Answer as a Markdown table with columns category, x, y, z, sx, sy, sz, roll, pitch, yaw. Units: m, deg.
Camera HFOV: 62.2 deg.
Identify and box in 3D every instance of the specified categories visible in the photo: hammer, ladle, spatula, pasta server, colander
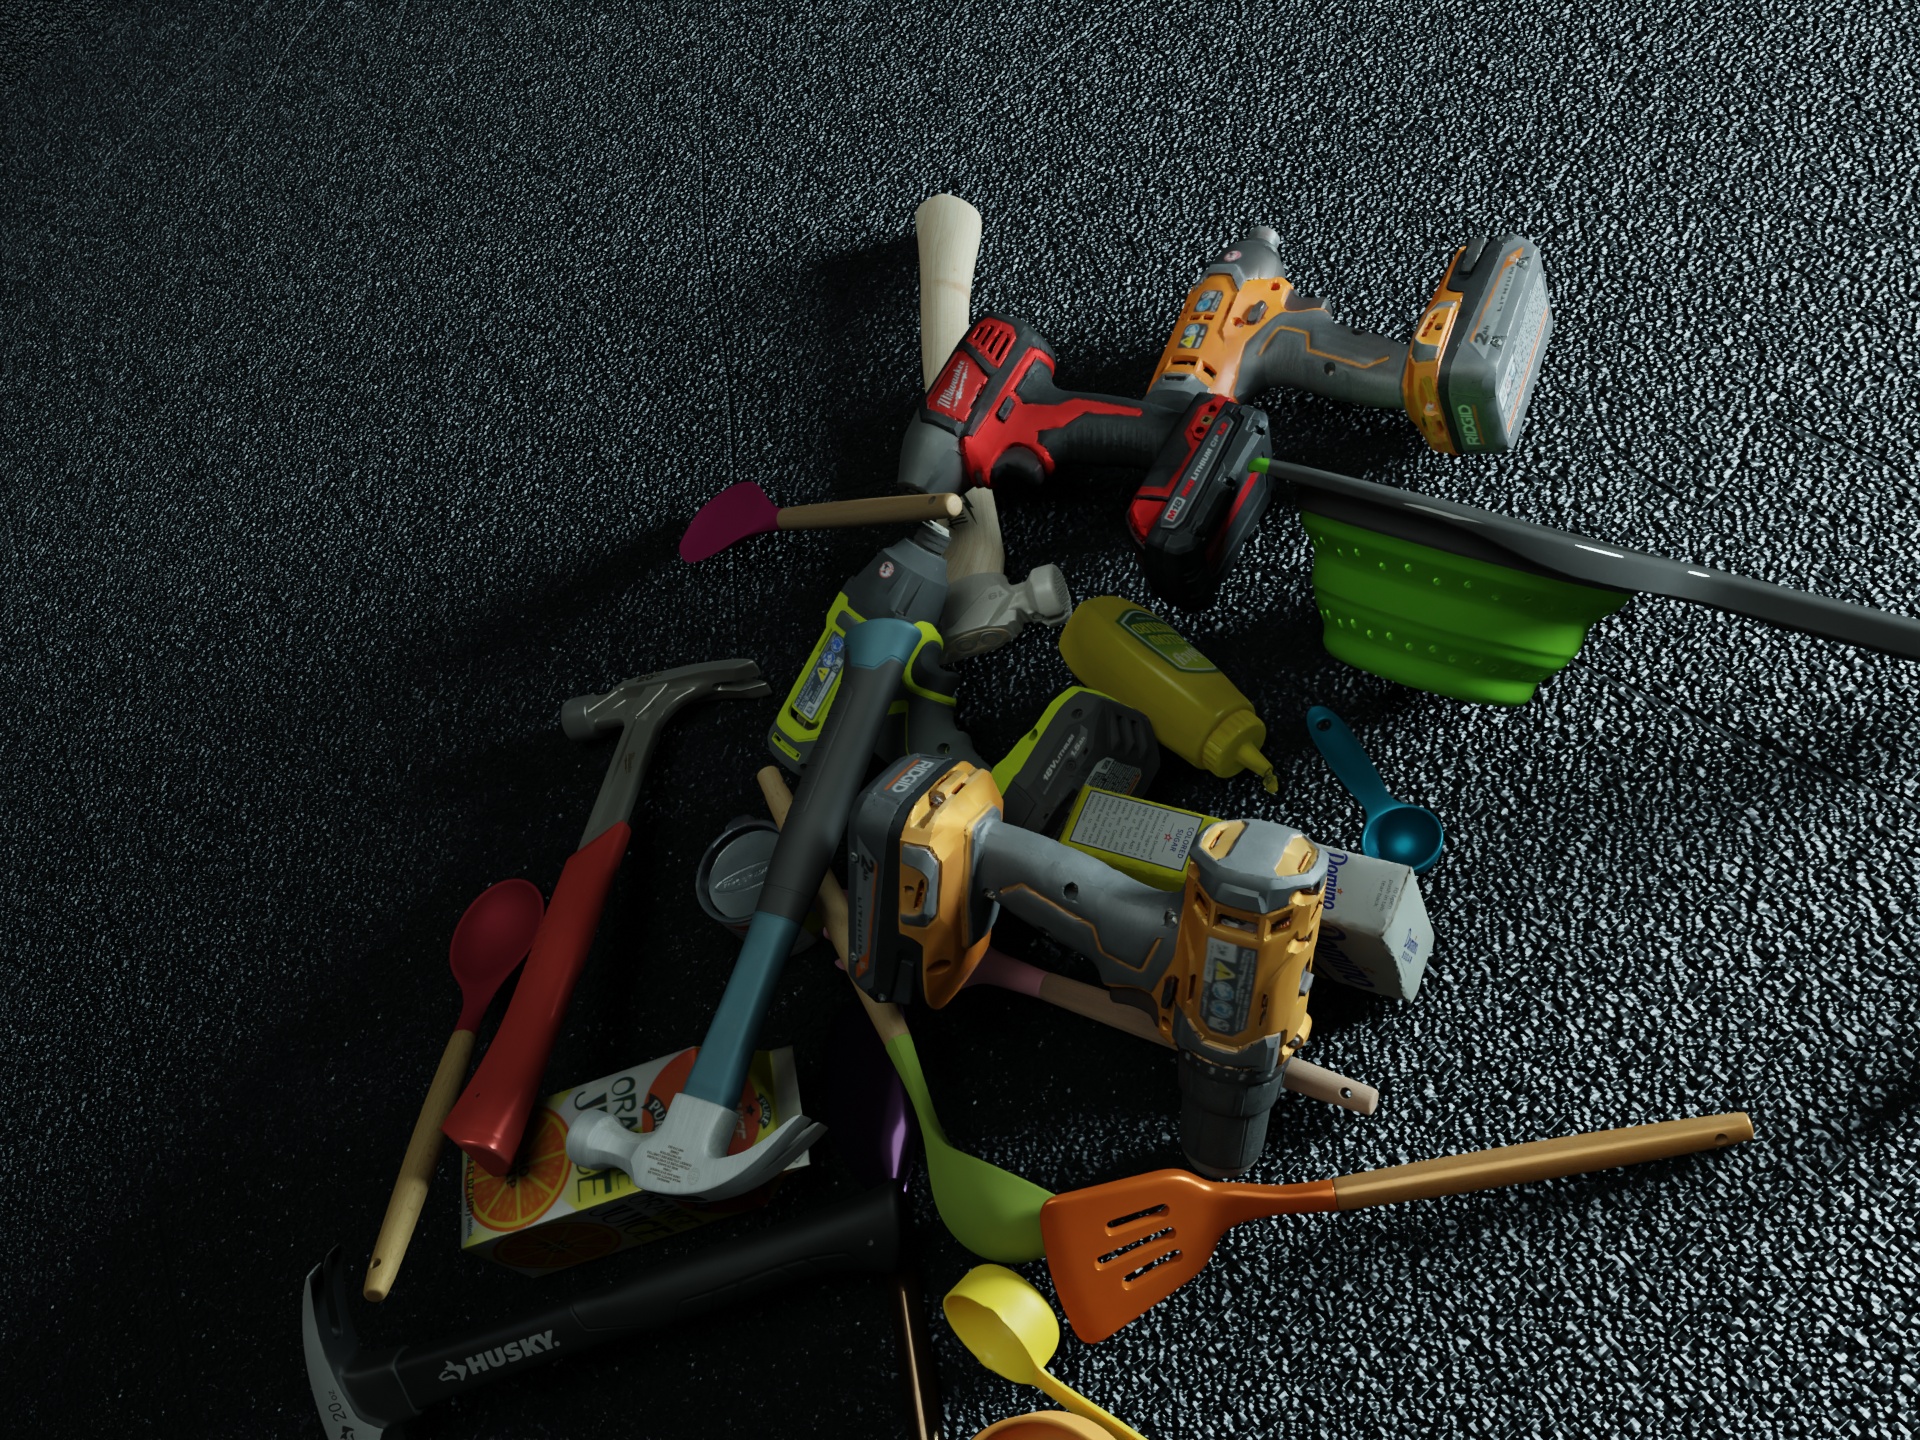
| category | x | y | z | sx | sy | sz | roll | pitch | yaw |
| --- | --- | --- | --- | --- | --- | --- | --- | --- | --- |
| hammer | -0.182 | 0.301 | 0.822 | 0.335 | 0.035 | 0.146 | -21 | 97 | 8 |
| ladle | -0.292 | 0.200 | 0.917 | 0.069 | 0.031 | 0.316 | -21 | 30 | 11 |
| spatula | -0.032 | 0.287 | 0.819 | 0.060 | 0.018 | 0.316 | -23 | 53 | 13 |
| hammer | -0.219 | 0.102 | 0.955 | 0.149 | 0.036 | 0.359 | -10 | 42 | 20 |
| hammer | -0.014 | -0.217 | 1.111 | 0.146 | 0.038 | 0.411 | -16 | 55 | 17 |
| spatula | 0.200 | 0.222 | 0.738 | 0.322 | 0.081 | 0.041 | -14 | 13 | 12 |
| ladle | -0.034 | 0.143 | 0.852 | 0.062 | 0.078 | 0.320 | -30 | 59 | -1 |
| hammer | -0.094 | 0.093 | 0.852 | 0.128 | 0.033 | 0.331 | 11 | 70 | 26 |
| pasta server | 0.066 | 0.150 | 0.848 | 0.316 | 0.040 | 0.060 | 15 | 85 | 29 |
| colander | 0.330 | -0.042 | 0.811 | 0.397 | 0.204 | 0.094 | 17 | 103 | 15 |

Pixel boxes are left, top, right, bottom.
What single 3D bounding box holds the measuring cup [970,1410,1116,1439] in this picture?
| category | x | y | z | sx | sy | sz | roll | pitch | yaw |
| --- | --- | --- | --- | --- | --- | --- | --- | --- | --- |
| measuring cup | 0.067 | 0.385 | 0.698 | 0.095 | 0.052 | 0.174 | -45 | 66 | 1 |

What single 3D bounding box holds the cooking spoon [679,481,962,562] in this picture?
| category | x | y | z | sx | sy | sz | roll | pitch | yaw |
| --- | --- | --- | --- | --- | --- | --- | --- | --- | --- |
| cooking spoon | -0.101 | -0.132 | 1.043 | 0.319 | 0.017 | 0.069 | 5 | 63 | 52 |

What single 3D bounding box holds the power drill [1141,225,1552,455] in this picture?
| category | x | y | z | sx | sy | sz | roll | pitch | yaw |
| --- | --- | --- | --- | --- | --- | --- | --- | --- | --- |
| power drill | 0.240 | -0.244 | 0.987 | 0.226 | 0.084 | 0.164 | 9 | 65 | 33 |

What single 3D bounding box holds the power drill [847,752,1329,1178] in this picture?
| category | x | y | z | sx | sy | sz | roll | pitch | yaw |
| --- | --- | --- | --- | --- | --- | --- | --- | --- | --- |
| power drill | 0.060 | 0.120 | 0.781 | 0.226 | 0.185 | 0.084 | 13 | 28 | 22 |

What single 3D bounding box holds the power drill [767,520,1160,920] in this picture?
| category | x | y | z | sx | sy | sz | roll | pitch | yaw |
| --- | --- | --- | --- | --- | --- | --- | --- | --- | --- |
| power drill | -0.001 | -0.003 | 0.922 | 0.223 | 0.080 | 0.171 | 38 | 103 | 35 |

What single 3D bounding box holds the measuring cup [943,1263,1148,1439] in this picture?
| category | x | y | z | sx | sy | sz | roll | pitch | yaw |
| --- | --- | --- | --- | --- | --- | --- | --- | --- | --- |
| measuring cup | 0.061 | 0.312 | 0.751 | 0.157 | 0.062 | 0.029 | 29 | 50 | 22 |

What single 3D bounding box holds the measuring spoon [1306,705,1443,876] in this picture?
| category | x | y | z | sx | sy | sz | roll | pitch | yaw |
| --- | --- | --- | --- | --- | --- | --- | --- | --- | --- |
| measuring spoon | 0.221 | 0.039 | 0.864 | 0.042 | 0.021 | 0.129 | -29 | 44 | 6 |

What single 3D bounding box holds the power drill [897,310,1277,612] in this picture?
| category | x | y | z | sx | sy | sz | roll | pitch | yaw |
| --- | --- | --- | --- | --- | --- | --- | --- | --- | --- |
| power drill | 0.068 | -0.156 | 0.969 | 0.220 | 0.078 | 0.143 | 25 | 76 | 24 |
